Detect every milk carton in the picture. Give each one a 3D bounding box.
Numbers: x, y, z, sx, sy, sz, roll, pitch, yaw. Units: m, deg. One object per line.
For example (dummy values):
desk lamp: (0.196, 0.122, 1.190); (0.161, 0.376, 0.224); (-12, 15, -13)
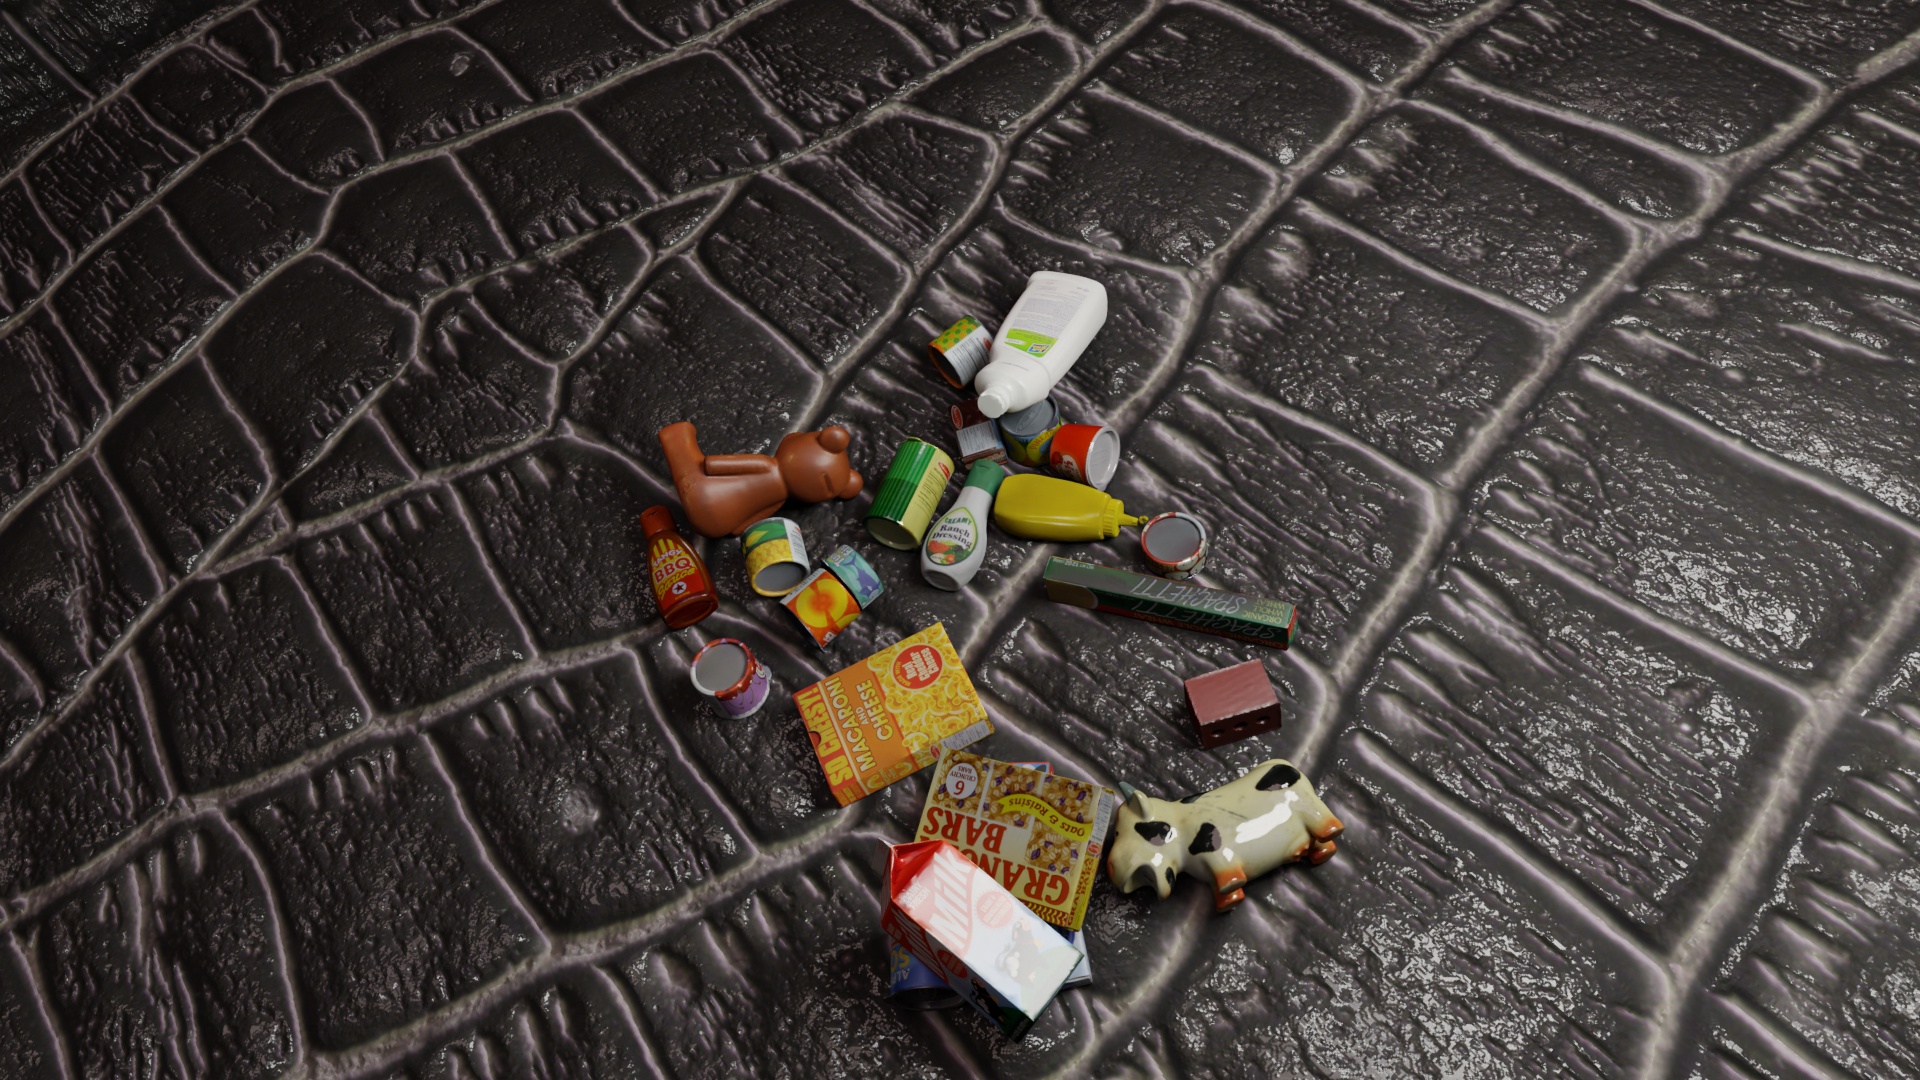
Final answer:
milk carton: (0.001, 0.321, 1.159); (0.191, 0.072, 0.074); (37, 57, 15)

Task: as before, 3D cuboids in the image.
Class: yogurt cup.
yogurt cup: (0.131, -0.093, 1.483); (0.054, 0.072, 0.073); (15, 61, 32)

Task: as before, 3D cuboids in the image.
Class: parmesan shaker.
parmesan shaker: (-0.058, -0.050, 1.495); (0.071, 0.071, 0.103); (13, 61, 22)

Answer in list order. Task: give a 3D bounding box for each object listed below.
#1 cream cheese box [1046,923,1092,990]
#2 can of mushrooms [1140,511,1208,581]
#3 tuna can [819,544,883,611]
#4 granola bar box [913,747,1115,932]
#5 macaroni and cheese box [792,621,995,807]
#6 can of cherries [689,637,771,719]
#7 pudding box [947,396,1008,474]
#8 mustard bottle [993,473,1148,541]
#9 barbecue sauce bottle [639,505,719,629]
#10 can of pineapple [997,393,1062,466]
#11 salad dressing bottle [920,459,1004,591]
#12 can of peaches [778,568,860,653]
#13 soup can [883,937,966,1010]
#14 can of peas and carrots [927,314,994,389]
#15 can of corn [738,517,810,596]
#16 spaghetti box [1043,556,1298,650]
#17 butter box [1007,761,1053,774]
cream cheese box: (0.080, 0.342, 1.222); (0.053, 0.024, 0.104); (-14, 54, 6)
can of mushrooms: (0.216, 0.007, 1.411); (0.071, 0.033, 0.071); (-6, 56, 9)
tuna can: (-0.115, 0.037, 1.451); (0.033, 0.070, 0.071); (-41, 57, -16)
granola bar box: (0.044, 0.263, 1.232); (0.165, 0.039, 0.124); (9, 75, 32)
macaroni and cheese box: (-0.068, 0.169, 1.367); (0.166, 0.040, 0.124); (-26, 53, -4)
can of cherries: (-0.234, 0.139, 1.419); (0.071, 0.058, 0.072); (-7, 56, 10)
pudding box: (0.020, -0.119, 1.548); (0.050, 0.030, 0.084); (-18, 54, 3)
mustard bottle: (0.117, -0.028, 1.450); (0.160, 0.048, 0.065); (10, 60, 19)
barbecue sauce bottle: (-0.316, 0.026, 1.526); (0.065, 0.043, 0.149); (-27, 54, -3)
can of pineapple: (0.079, -0.122, 1.517); (0.071, 0.057, 0.071); (-7, 56, 10)
salad dressing bottle: (0.005, -0.018, 1.475); (0.064, 0.043, 0.148); (12, 60, 20)
can of peaches: (-0.144, 0.072, 1.439); (0.058, 0.071, 0.071); (-42, 57, -15)
soup can: (-0.031, 0.359, 1.212); (0.071, 0.071, 0.084); (-8, 54, 9)
can of peas and carrots: (0.003, -0.216, 1.598); (0.059, 0.070, 0.071); (-39, 56, -12)
can of corn: (-0.200, 0.020, 1.488); (0.071, 0.071, 0.058); (-20, 55, 1)
spaghetti box: (0.204, 0.061, 1.367); (0.250, 0.050, 0.029); (11, 62, 21)
butter box: (0.035, 0.237, 1.305); (0.103, 0.024, 0.053); (-3, 57, 13)
